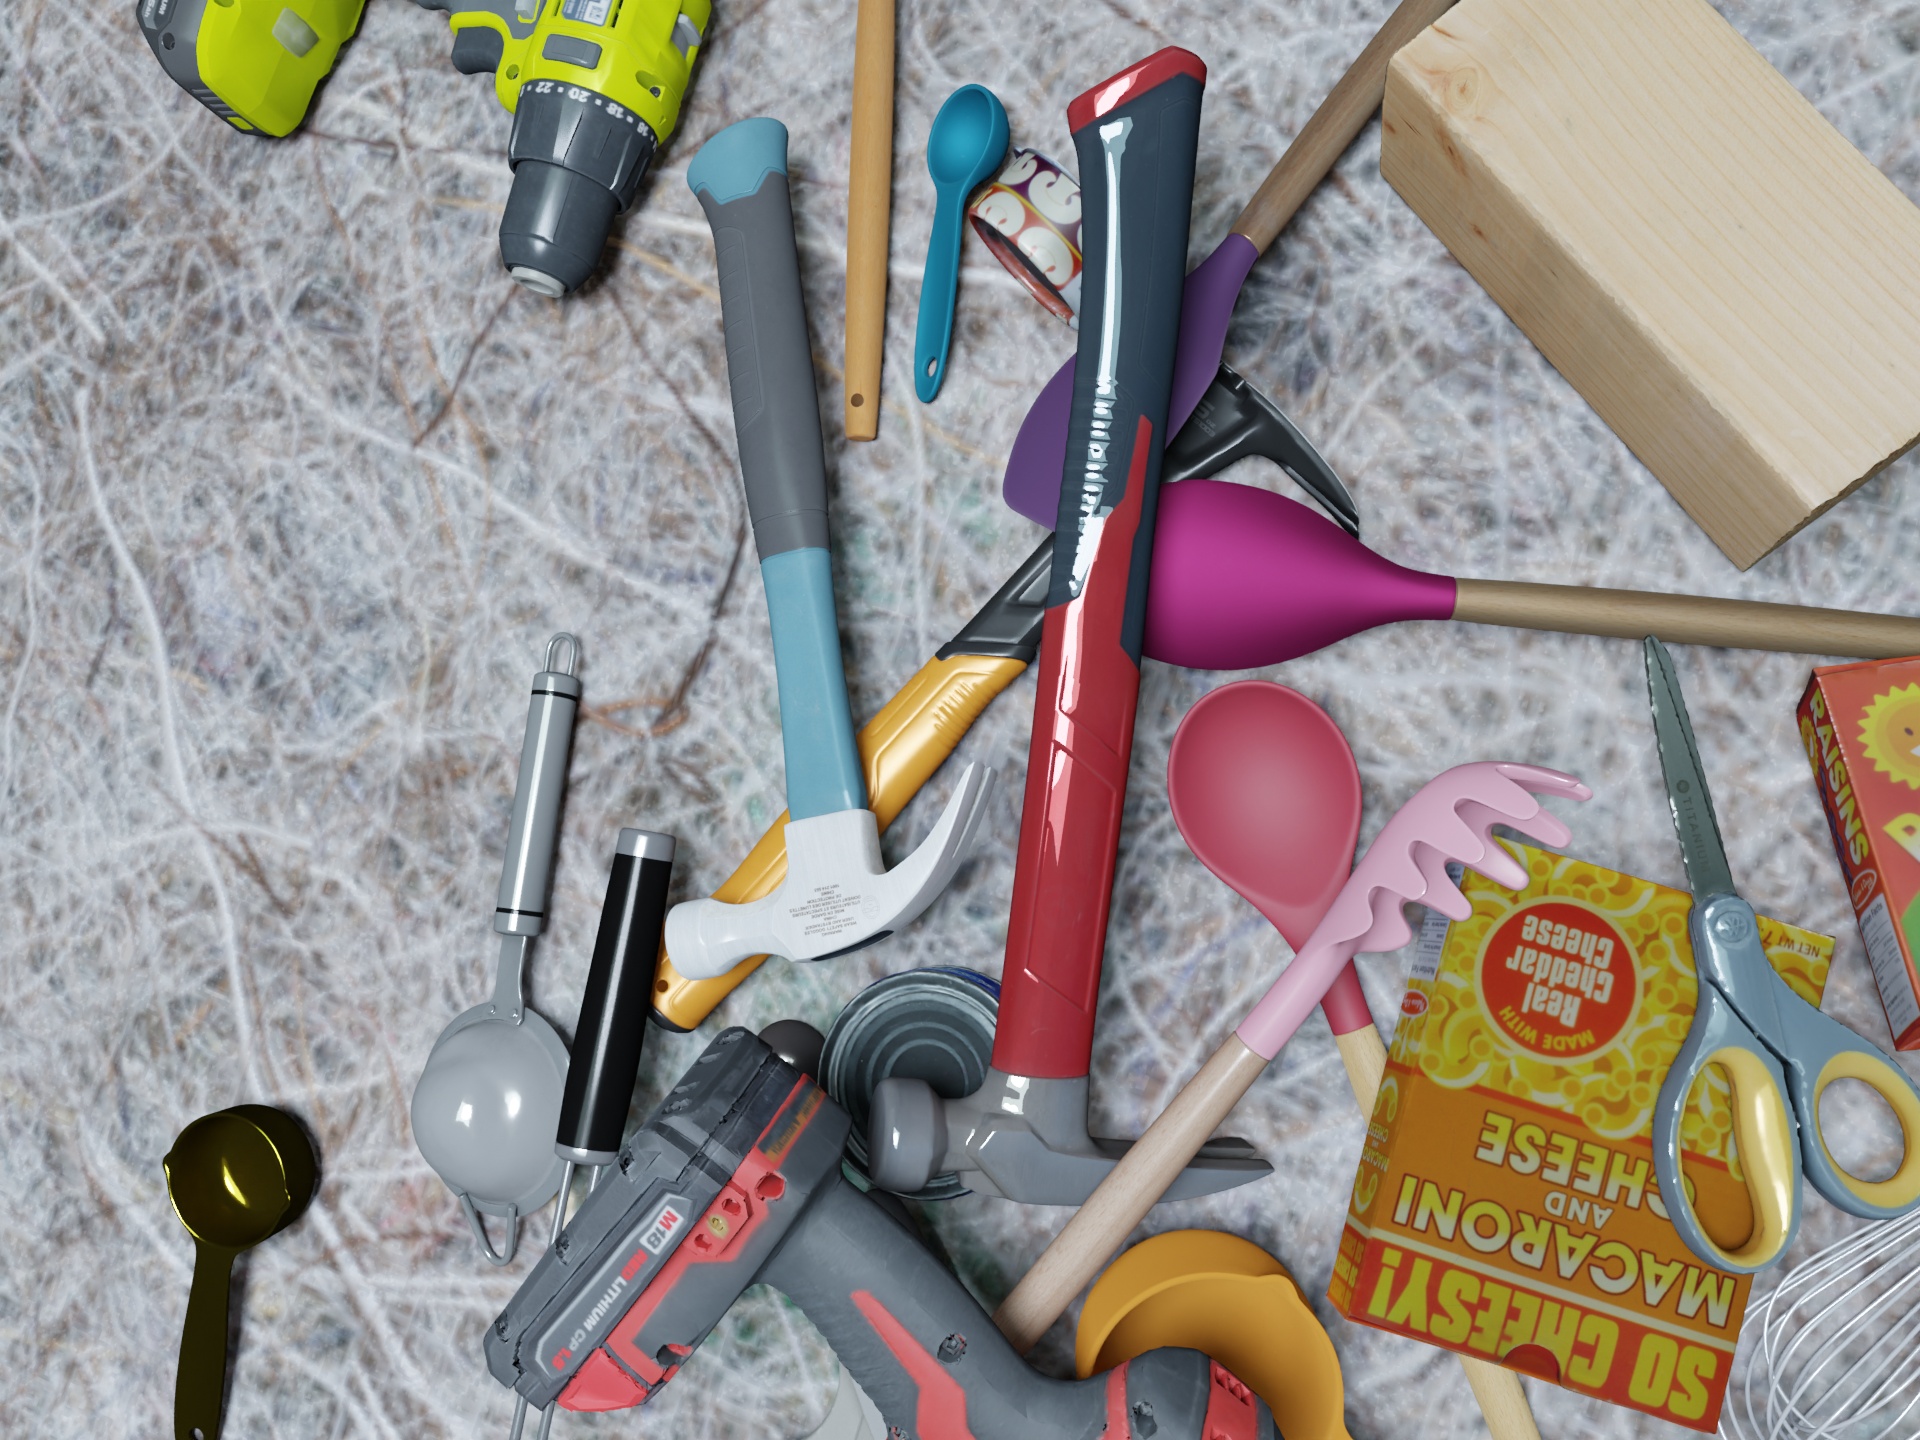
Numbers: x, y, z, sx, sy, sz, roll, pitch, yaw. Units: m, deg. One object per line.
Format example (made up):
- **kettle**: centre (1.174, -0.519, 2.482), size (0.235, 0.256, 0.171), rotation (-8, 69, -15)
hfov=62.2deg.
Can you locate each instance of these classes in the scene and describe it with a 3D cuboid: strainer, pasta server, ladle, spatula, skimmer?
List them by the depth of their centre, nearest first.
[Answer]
- **pasta server**: centre (0.084, 0.132, 0.520), size (0.040, 0.060, 0.316), rotation (44, 101, 32)
- **skimmer**: centre (-0.142, 0.217, 0.554), size (0.127, 0.090, 0.363), rotation (11, 82, -12)
- **ladle**: centre (0.152, 0.135, 0.568), size (0.069, 0.031, 0.315), rotation (-22, 80, 12)
- **spatula**: centre (0.119, -0.198, 0.599), size (0.060, 0.018, 0.316), rotation (33, 81, 31)
- **strainer**: centre (-0.183, 0.089, 0.643), size (0.087, 0.050, 0.258), rotation (2, 79, 27)
- **spatula**: centre (-0.033, -0.276, 0.666), size (0.081, 0.041, 0.322), rotation (2, 87, 13)

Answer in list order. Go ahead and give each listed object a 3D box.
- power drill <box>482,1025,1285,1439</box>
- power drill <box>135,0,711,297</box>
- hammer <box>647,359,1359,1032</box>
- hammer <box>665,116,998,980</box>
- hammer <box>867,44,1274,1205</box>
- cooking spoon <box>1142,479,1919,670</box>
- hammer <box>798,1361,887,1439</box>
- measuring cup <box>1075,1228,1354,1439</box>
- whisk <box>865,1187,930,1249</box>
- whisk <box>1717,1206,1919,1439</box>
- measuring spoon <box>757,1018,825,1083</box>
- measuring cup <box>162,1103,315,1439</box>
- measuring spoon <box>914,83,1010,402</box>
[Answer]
- **power drill**: centre (-0.035, 0.230, 0.506), size (0.226, 0.080, 0.188), rotation (37, 108, 2)
- **power drill**: centre (-0.225, -0.293, 0.683), size (0.228, 0.080, 0.190), rotation (16, 86, 11)
- **hammer**: centre (-0.001, -0.002, 0.616), size (0.127, 0.034, 0.337), rotation (44, 94, 15)
- **hammer**: centre (-0.066, -0.075, 0.609), size (0.128, 0.033, 0.331), rotation (-11, 78, 14)
- **hammer**: centre (0.060, -0.026, 0.544), size (0.143, 0.038, 0.386), rotation (6, 94, -13)
- **cooking spoon**: centre (0.200, -0.041, 0.562), size (0.319, 0.017, 0.068), rotation (6, 99, 5)
- **hammer**: centre (-0.183, 0.327, 0.613), size (0.359, 0.036, 0.149), rotation (-24, 78, 8)
- **measuring cup**: centre (0.120, 0.242, 0.554), size (0.173, 0.052, 0.095), rotation (29, 95, -6)
- **whisk**: centre (0.012, 0.284, 0.573), size (0.055, 0.055, 0.239), rotation (-26, 73, 8)
- **whisk**: centre (0.355, 0.144, 0.509), size (0.284, 0.070, 0.070), rotation (-45, 76, -1)
- **measuring spoon**: centre (-0.090, 0.174, 0.620), size (0.034, 0.018, 0.124), rotation (28, 90, 14)
- **measuring cup**: centre (-0.303, 0.235, 0.662), size (0.062, 0.029, 0.156), rotation (12, 97, 14)
- **measuring spoon**: centre (0.001, -0.192, 0.650), size (0.042, 0.021, 0.128), rotation (12, 95, 50)
